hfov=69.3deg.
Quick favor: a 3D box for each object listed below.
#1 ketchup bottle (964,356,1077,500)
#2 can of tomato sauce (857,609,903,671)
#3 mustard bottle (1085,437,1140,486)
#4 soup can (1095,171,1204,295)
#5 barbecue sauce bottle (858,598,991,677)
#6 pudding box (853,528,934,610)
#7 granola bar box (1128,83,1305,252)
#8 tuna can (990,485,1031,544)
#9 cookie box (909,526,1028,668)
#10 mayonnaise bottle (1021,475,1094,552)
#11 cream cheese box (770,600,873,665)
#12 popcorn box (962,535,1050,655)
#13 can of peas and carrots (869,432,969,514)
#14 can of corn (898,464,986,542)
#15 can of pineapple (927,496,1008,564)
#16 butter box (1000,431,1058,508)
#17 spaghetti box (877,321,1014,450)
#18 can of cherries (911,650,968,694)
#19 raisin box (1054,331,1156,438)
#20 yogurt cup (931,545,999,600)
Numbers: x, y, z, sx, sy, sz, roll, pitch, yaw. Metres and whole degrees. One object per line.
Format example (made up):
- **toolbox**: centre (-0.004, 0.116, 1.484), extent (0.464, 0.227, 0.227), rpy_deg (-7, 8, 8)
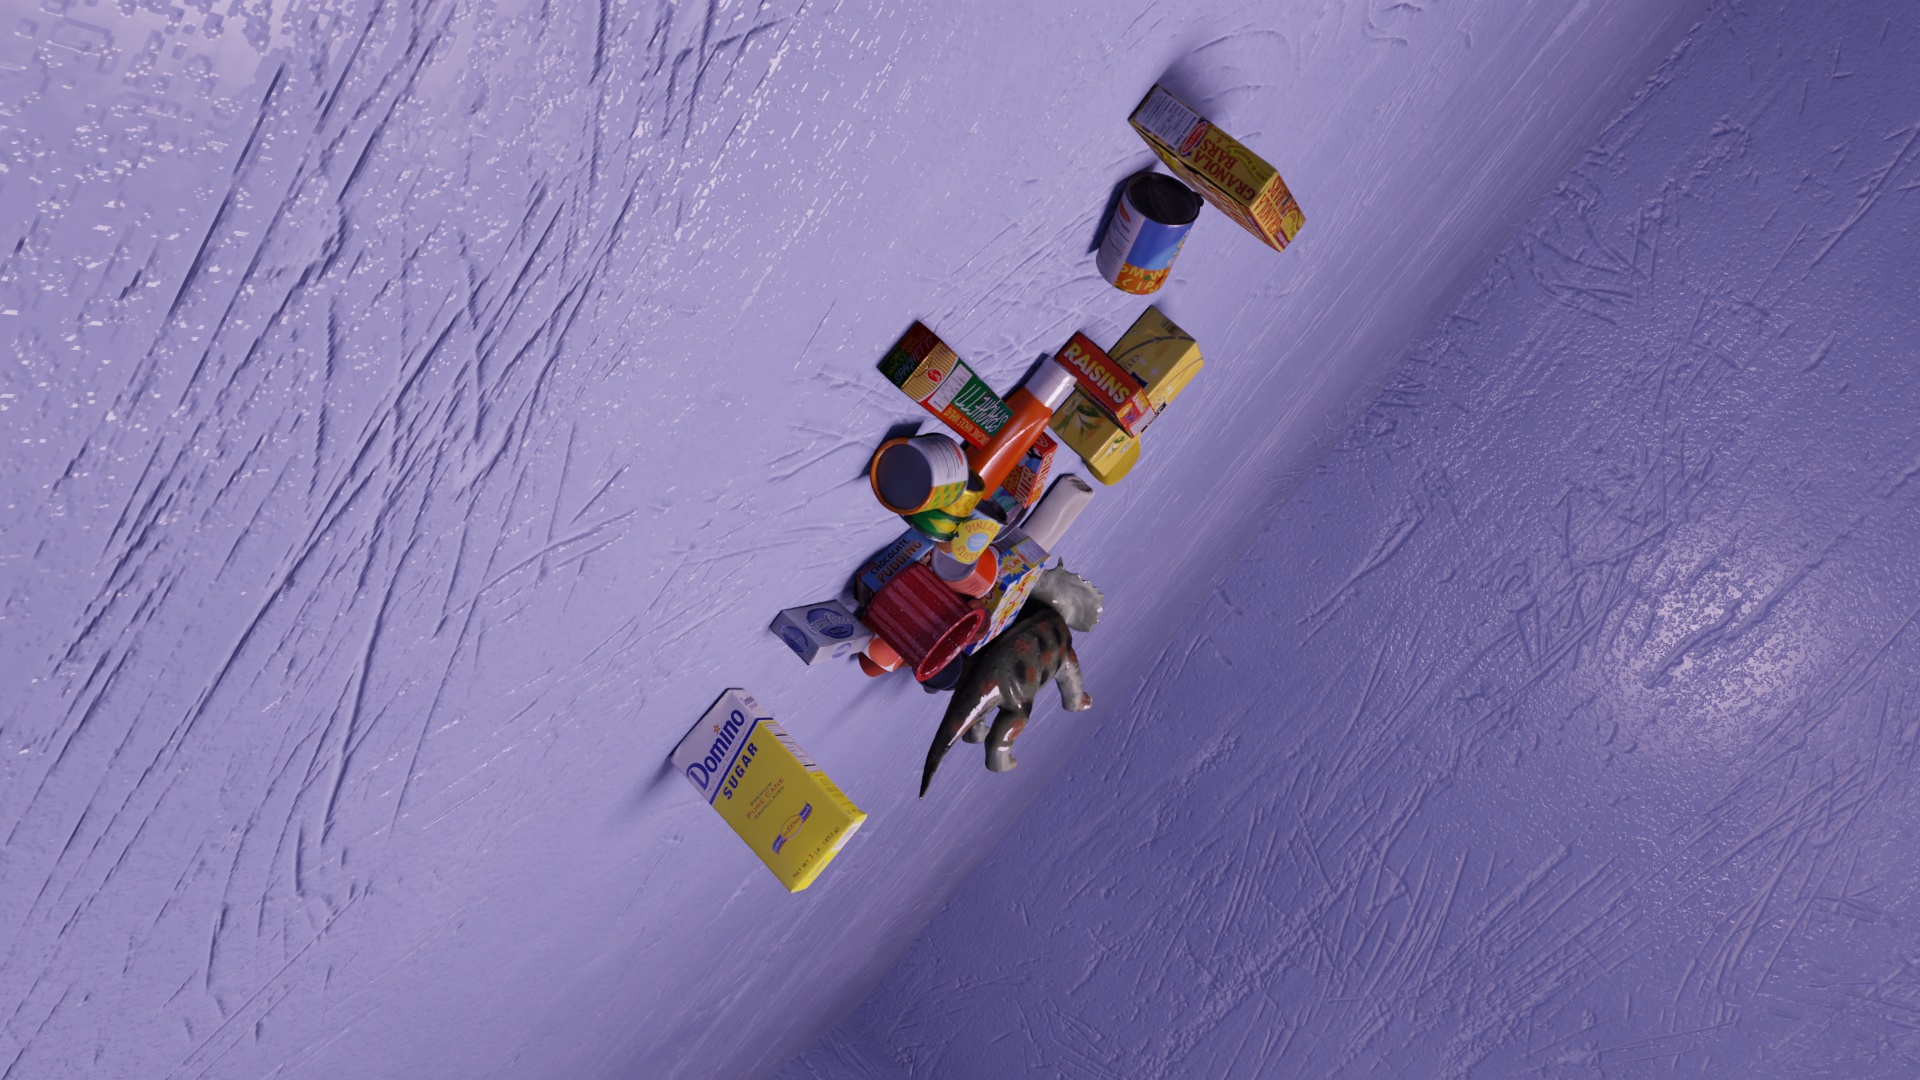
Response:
- **ketchup bottle**: centre (0.052, -0.107, 1.327), extent (0.148, 0.043, 0.065), rpy_deg (-51, 160, 10)
- **can of tomato sauce**: centre (-0.067, 0.083, 1.434), extent (0.083, 0.071, 0.071), rpy_deg (-48, 164, 5)
- **mustard bottle**: centre (0.179, -0.117, 1.618), extent (0.065, 0.049, 0.159), rpy_deg (-44, 163, -11)
- **soup can**: centre (0.162, -0.263, 1.195), extent (0.072, 0.071, 0.083), rpy_deg (-36, 161, -34)
- **barbecue sauce bottle**: centre (-0.042, 0.107, 1.492), extent (0.148, 0.043, 0.065), rpy_deg (-23, -173, 27)
- **pudding box**: centre (-0.066, 0.029, 1.372), extent (0.084, 0.030, 0.049), rpy_deg (-39, 161, -26)
- **granola bar box**: centre (0.214, -0.301, 1.139), extent (0.039, 0.124, 0.166), rpy_deg (-52, 163, 13)
- **tuna can**: centre (0.042, -0.030, 1.503), extent (0.071, 0.033, 0.070), rpy_deg (-43, 163, -16)
- **cookie box**: centre (0.000, 0.061, 1.599), extent (0.168, 0.040, 0.122), rpy_deg (-35, 159, -40)
- **mayonnaise bottle**: centre (0.099, -0.012, 1.678), extent (0.147, 0.041, 0.065), rpy_deg (-51, 162, 18)
- **cream cheese box**: centre (-0.129, 0.086, 1.303), extent (0.024, 0.053, 0.104), rpy_deg (-55, 162, 17)
- **popcorn box**: centre (0.043, 0.063, 1.567), extent (0.085, 0.038, 0.126), rpy_deg (-32, 157, -45)
- **can of peas and carrots**: centre (-0.037, -0.056, 1.184), extent (0.070, 0.071, 0.059), rpy_deg (-55, 161, 24)
- **can of corn**: centre (-0.016, -0.041, 1.263), extent (0.058, 0.071, 0.071), rpy_deg (-55, 162, 23)
- **can of pineapple**: centre (0.005, -0.017, 1.374), extent (0.057, 0.071, 0.071), rpy_deg (-53, 163, 18)
- **butter box**: centre (0.064, -0.080, 1.404), extent (0.024, 0.053, 0.103), rpy_deg (-37, 161, -26)
- **spaghetti box**: centre (-0.007, -0.124, 1.166), extent (0.050, 0.029, 0.250), rpy_deg (-48, 164, 4)
- **can of cherries**: centre (-0.023, 0.154, 1.710), extent (0.071, 0.071, 0.058), rpy_deg (-48, 165, 3)
- **raisin box**: centre (0.146, -0.153, 1.383), extent (0.040, 0.086, 0.123), rpy_deg (-47, 164, 5)
- **yogurt cup**: centre (0.001, 0.025, 1.479), extent (0.072, 0.072, 0.054), rpy_deg (-47, 156, -2)
